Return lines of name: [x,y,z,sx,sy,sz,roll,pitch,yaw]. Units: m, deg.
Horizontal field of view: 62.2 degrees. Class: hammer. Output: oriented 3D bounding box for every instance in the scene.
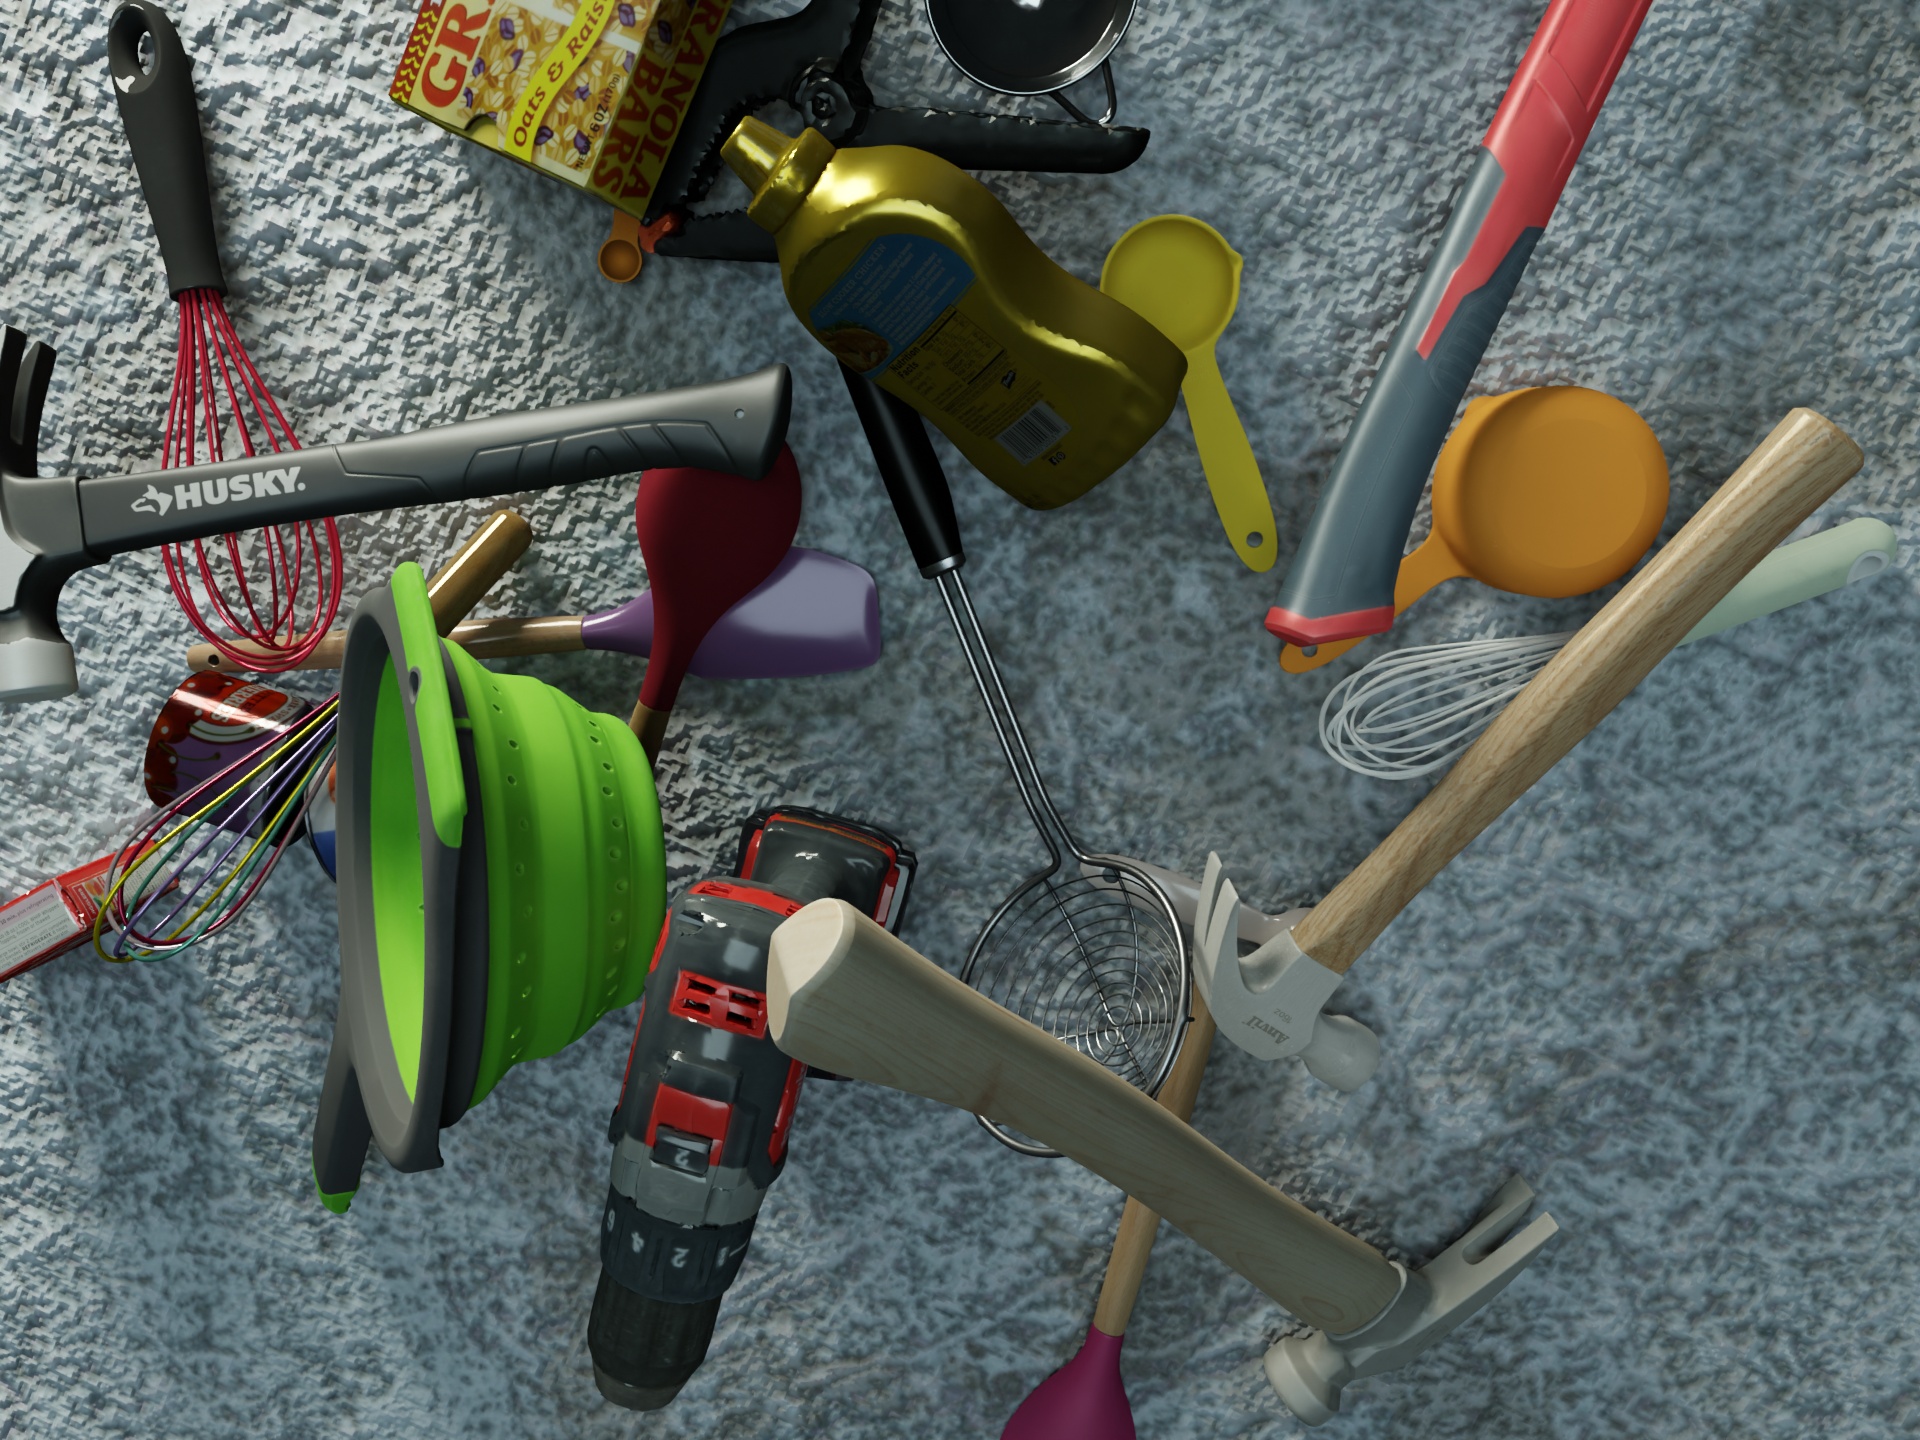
hammer: [0.200,-0.211,0.617,0.143,0.038,0.386,25,92,2]
hammer: [-0.232,-0.105,0.638,0.335,0.035,0.146,-9,86,0]
hammer: [0.218,0.013,0.633,0.130,0.031,0.331,31,109,-29]
hammer: [0.087,0.164,0.601,0.146,0.038,0.410,-43,128,10]

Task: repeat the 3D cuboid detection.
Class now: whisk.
whisk: [-0.325,-0.165,0.689,0.073,0.073,0.296,-12,91,7]
whisk: [-0.264,0.002,0.661,0.245,0.051,0.047,-53,133,-20]
whisk: [0.268,-0.033,0.663,0.246,0.059,0.057,-20,140,4]

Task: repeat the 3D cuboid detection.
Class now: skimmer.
skimmer: [-0.001,-0.002,0.666,0.127,0.090,0.363,-18,95,39]

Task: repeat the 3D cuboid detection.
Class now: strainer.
strainer: [-0.005,-0.351,0.622,0.087,0.050,0.258,-28,104,13]

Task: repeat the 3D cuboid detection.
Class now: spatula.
spatula: [-0.193,-0.040,0.713,0.316,0.018,0.059,-4,101,4]

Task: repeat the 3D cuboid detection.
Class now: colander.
colander: [-0.197,0.103,0.639,0.094,0.205,0.397,-2,144,-29]

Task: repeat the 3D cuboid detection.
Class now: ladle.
ladle: [-0.144,0.015,0.703,0.069,0.031,0.315,21,106,-2]

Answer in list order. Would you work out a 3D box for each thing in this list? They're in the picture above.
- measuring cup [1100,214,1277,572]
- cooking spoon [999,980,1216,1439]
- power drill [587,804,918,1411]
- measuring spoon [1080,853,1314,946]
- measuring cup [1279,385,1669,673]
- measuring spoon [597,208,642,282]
measuring cup: [0.104,-0.137,0.674,0.062,0.029,0.156,-20,108,9]
cooking spoon: [0.075,0.258,0.736,0.069,0.017,0.319,15,100,2]
power drill: [-0.084,0.136,0.624,0.080,0.227,0.188,15,99,2]
measuring spoon: [0.112,0.086,0.706,0.124,0.018,0.034,20,100,2]
measuring cup: [0.208,-0.069,0.655,0.173,0.052,0.095,-35,94,7]
measuring spoon: [-0.135,-0.245,0.683,0.021,0.011,0.117,14,96,2]
